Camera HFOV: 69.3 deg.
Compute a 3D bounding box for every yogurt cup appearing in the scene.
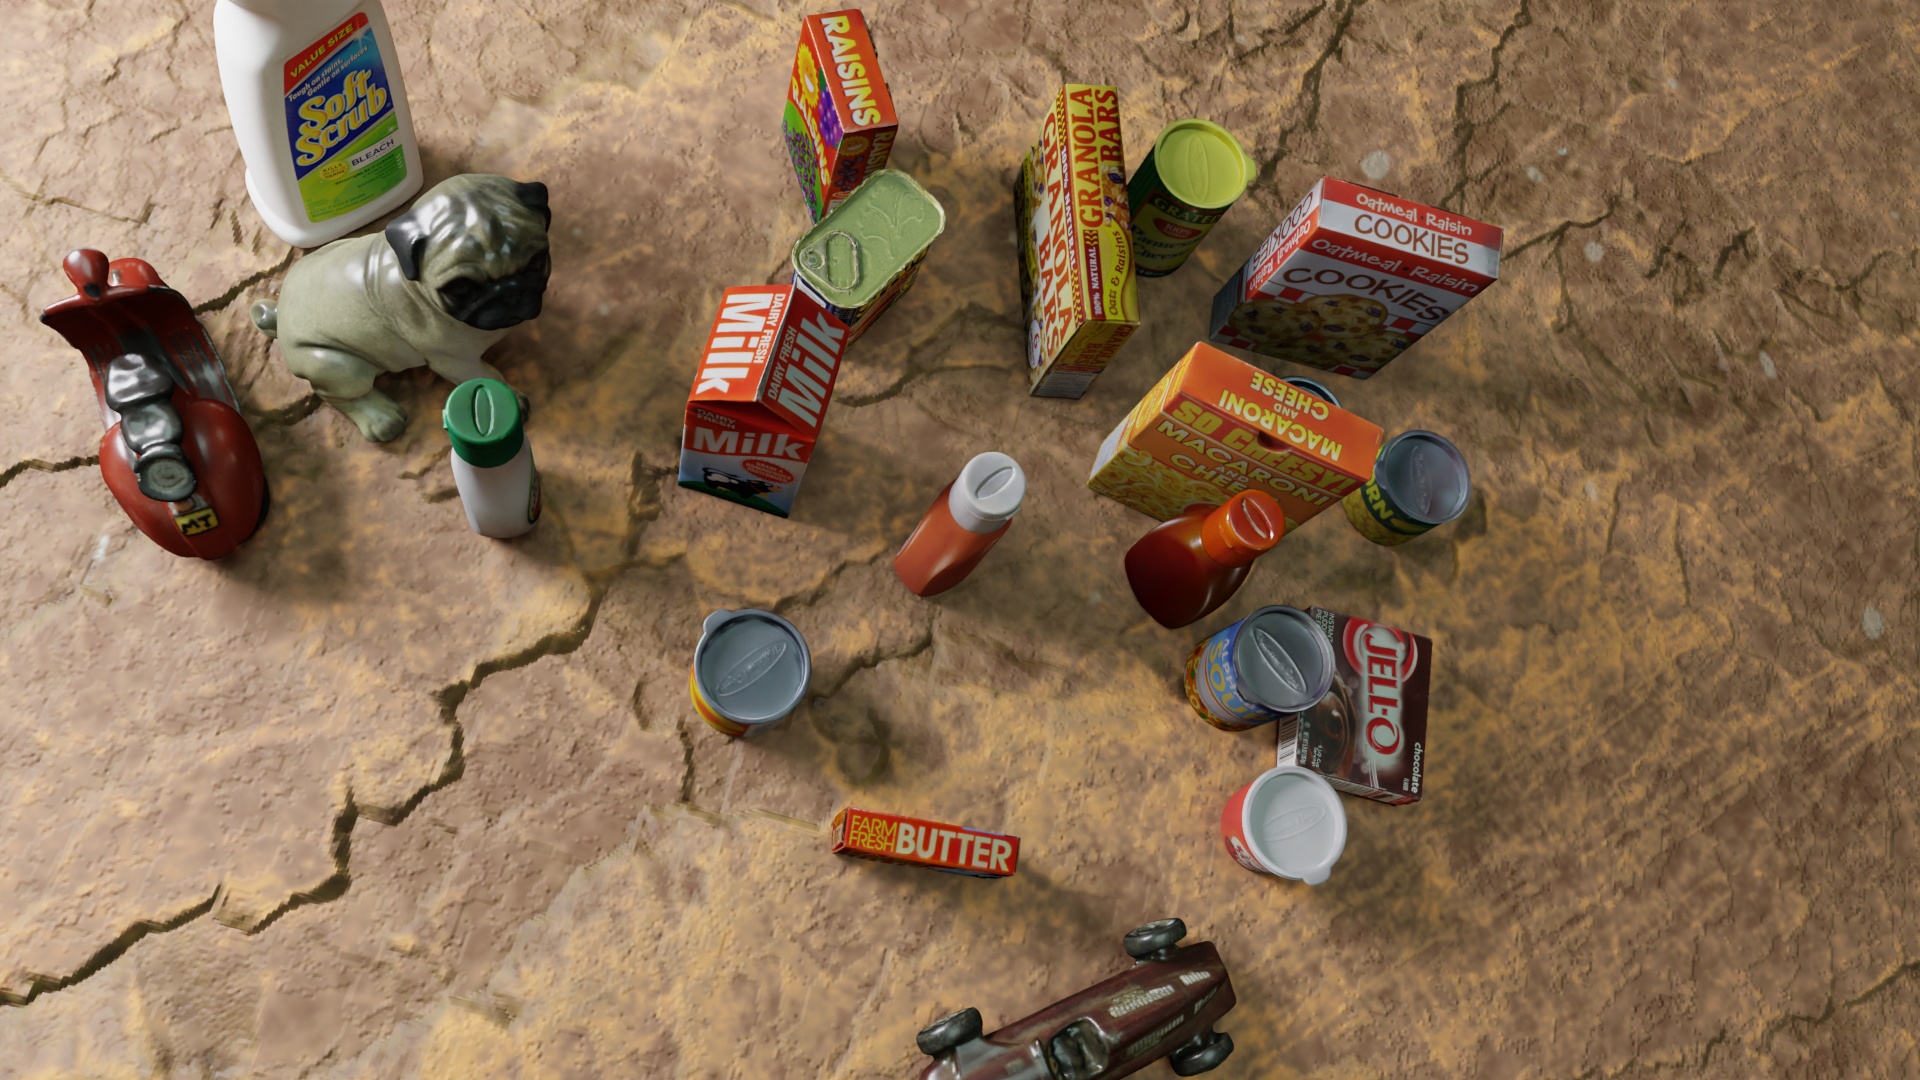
[{"bbox_3d":[0.196,0.176,0.859,0.072,0.053,0.072,4,73,-13],"label":"yogurt cup"}]

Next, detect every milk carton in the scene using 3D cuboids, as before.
[{"bbox_3d":[-0.113,-0.080,0.789,0.073,0.190,0.072,17,70,-8],"label":"milk carton"}]

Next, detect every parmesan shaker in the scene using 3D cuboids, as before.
[{"bbox_3d":[0.148,-0.230,0.947,0.071,0.102,0.071,4,73,-13],"label":"parmesan shaker"}]

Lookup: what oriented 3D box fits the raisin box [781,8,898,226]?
[{"bbox_3d":[-0.079,-0.267,0.891,0.040,0.123,0.086,-14,77,-17],"label":"raisin box"}]

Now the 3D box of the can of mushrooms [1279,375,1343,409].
[{"bbox_3d":[0.227,-0.076,0.956,0.071,0.033,0.071,4,72,-13],"label":"can of mushrooms"}]

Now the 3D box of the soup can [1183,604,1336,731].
[{"bbox_3d":[0.183,0.083,0.869,0.071,0.083,0.071,4,73,-13],"label":"soup can"}]

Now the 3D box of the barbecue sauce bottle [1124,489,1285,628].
[{"bbox_3d":[0.149,0.009,0.849,0.044,0.148,0.065,-29,82,-20],"label":"barbecue sauce bottle"}]

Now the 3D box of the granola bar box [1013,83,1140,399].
[{"bbox_3d":[0.072,-0.191,0.905,0.039,0.123,0.166,1,73,-14],"label":"granola bar box"}]

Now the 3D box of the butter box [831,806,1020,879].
[{"bbox_3d":[-0.022,0.177,0.806,0.103,0.053,0.024,12,71,-10],"label":"butter box"}]

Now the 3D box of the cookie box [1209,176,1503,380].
[{"bbox_3d":[0.256,-0.169,0.920,0.123,0.167,0.040,13,71,-10],"label":"cookie box"}]

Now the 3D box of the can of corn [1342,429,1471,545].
[{"bbox_3d":[0.301,-0.035,0.948,0.071,0.058,0.071,4,73,-13],"label":"can of corn"}]

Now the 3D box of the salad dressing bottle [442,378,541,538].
[{"bbox_3d":[-0.257,-0.044,0.765,0.044,0.147,0.064,-5,75,-15],"label":"salad dressing bottle"}]

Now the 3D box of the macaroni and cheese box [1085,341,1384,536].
[{"bbox_3d":[0.164,-0.049,0.861,0.124,0.166,0.040,24,70,-6],"label":"macaroni and cheese box"}]

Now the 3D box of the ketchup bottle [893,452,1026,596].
[{"bbox_3d":[0.003,-0.010,0.818,0.065,0.148,0.043,-39,86,-21],"label":"ketchup bottle"}]

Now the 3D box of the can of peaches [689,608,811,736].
[{"bbox_3d":[-0.125,0.076,0.809,0.071,0.058,0.071,4,73,-13],"label":"can of peaches"}]
